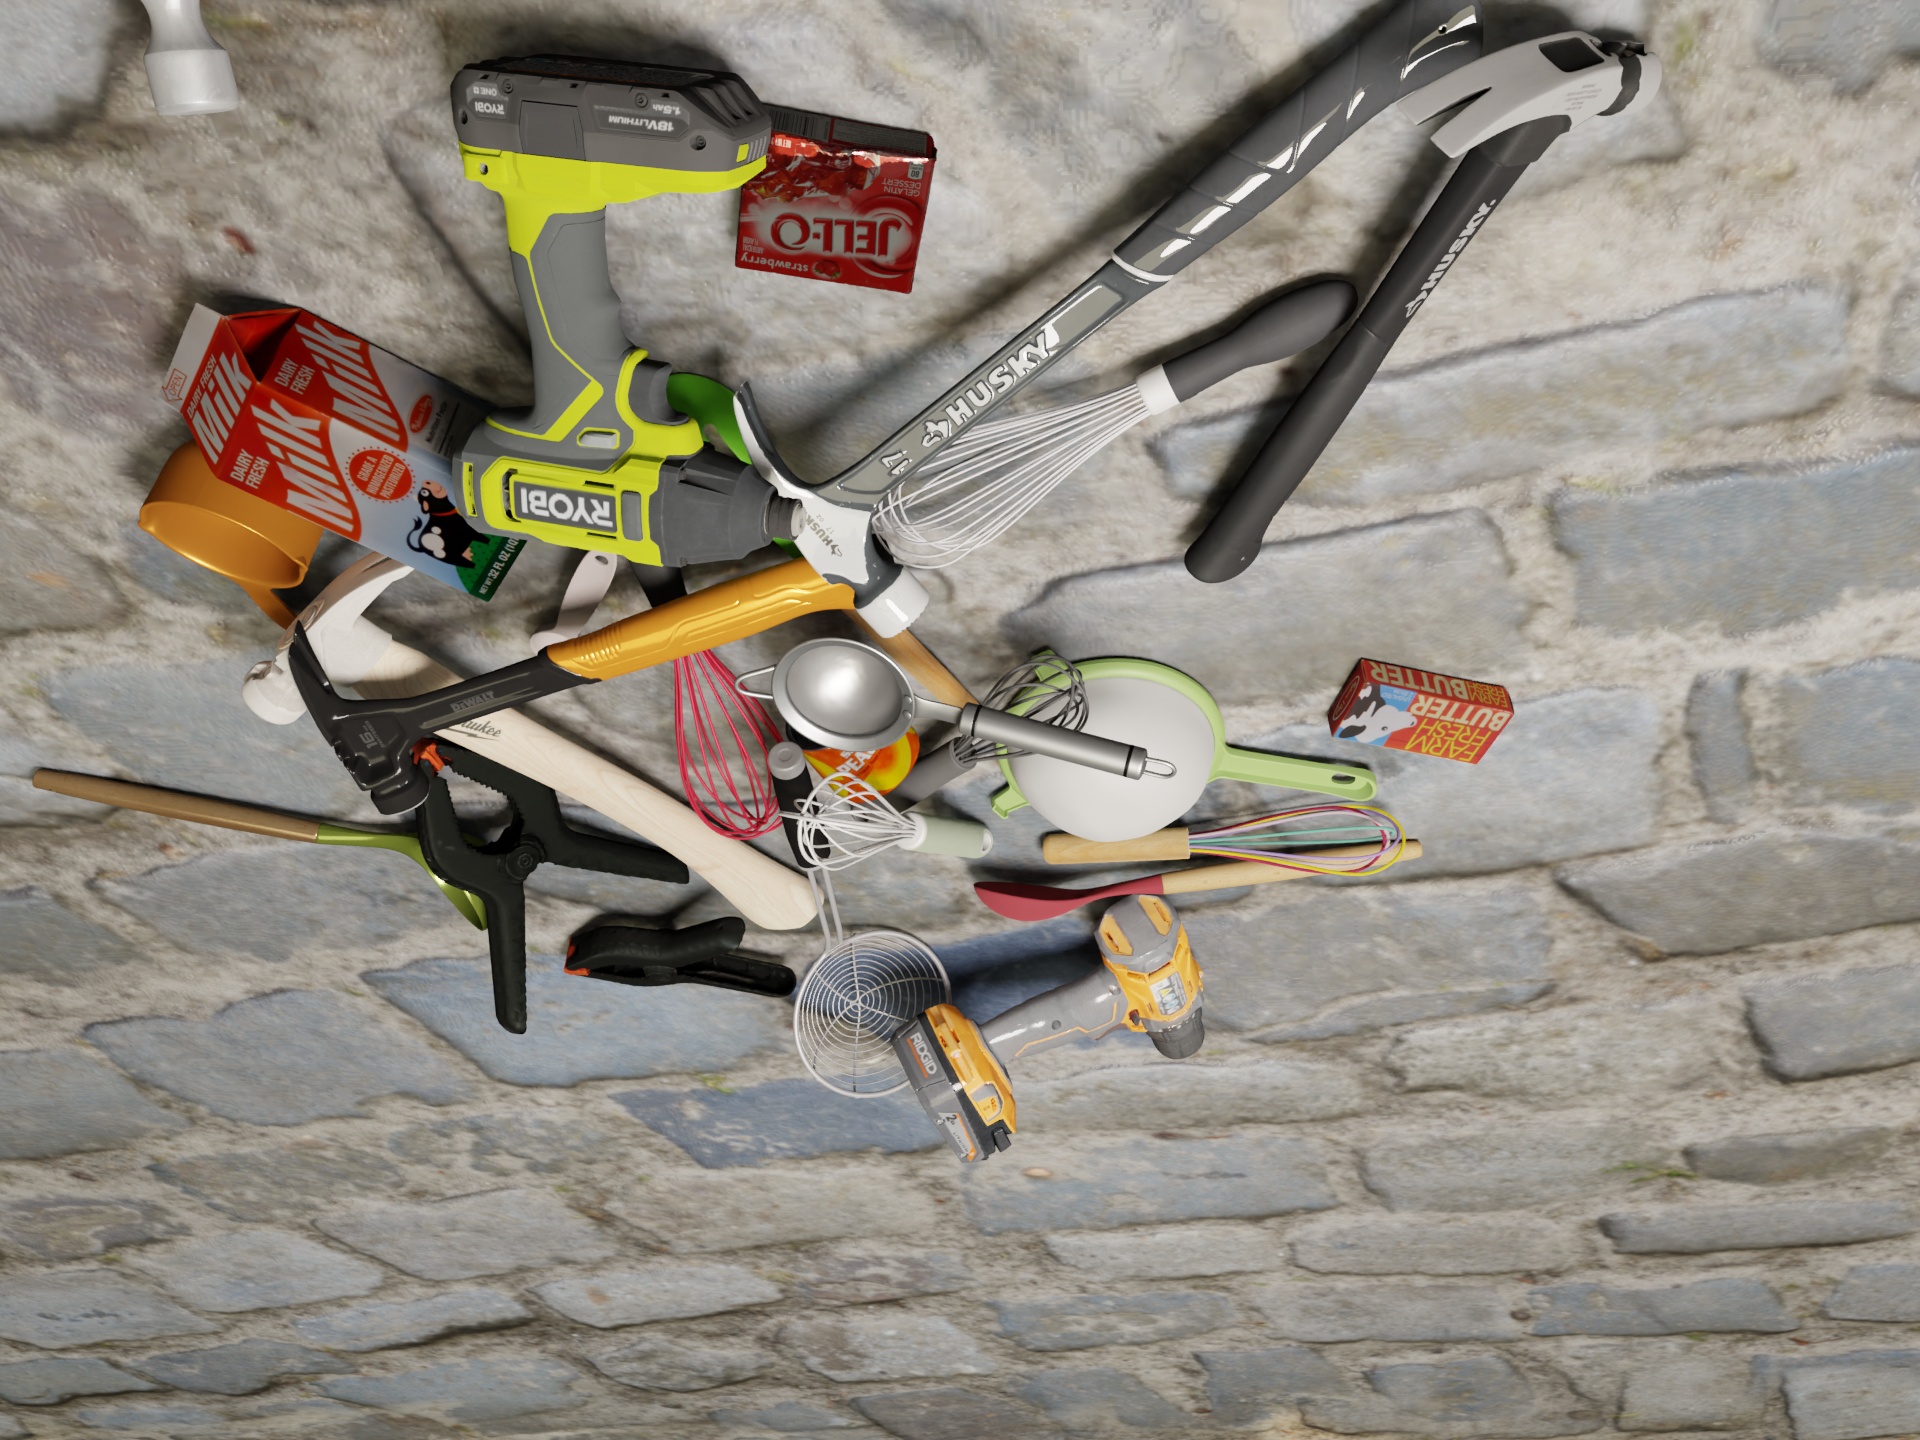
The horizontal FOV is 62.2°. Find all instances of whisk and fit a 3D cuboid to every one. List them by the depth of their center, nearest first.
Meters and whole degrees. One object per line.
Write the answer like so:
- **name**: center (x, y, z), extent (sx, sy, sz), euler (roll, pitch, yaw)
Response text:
- **whisk**: center (0.075, -0.160, 0.841), extent (0.284, 0.070, 0.070), euler (-24, 130, 16)
- **whisk**: center (-0.162, -0.040, 0.961), extent (0.073, 0.073, 0.295), euler (-9, 128, 9)
- **whisk**: center (-0.037, 0.069, 1.003), extent (0.059, 0.058, 0.246), euler (8, 176, 26)
- **whisk**: center (-0.002, 0.020, 1.004), extent (0.055, 0.055, 0.239), euler (29, 142, -26)
- **whisk**: center (0.178, 0.086, 1.086), extent (0.245, 0.047, 0.051), euler (-3, 177, 11)

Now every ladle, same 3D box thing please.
- **ladle**: center (-0.468, 0.083, 1.085), extent (0.320, 0.062, 0.078), euler (12, 153, -8)
- **ladle**: center (0.167, 0.110, 1.119), extent (0.315, 0.069, 0.031), euler (-7, 94, 1)

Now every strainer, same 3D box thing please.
- **strainer**: center (-0.001, -0.003, 0.917), extent (0.258, 0.050, 0.086), euler (15, 133, 9)
- **strainer**: center (0.150, 0.043, 1.030), extent (0.256, 0.069, 0.151), euler (8, 135, -6)

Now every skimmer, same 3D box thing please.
- **skimmer**: center (-0.075, 0.143, 1.085), extent (0.127, 0.090, 0.363), euler (-33, 149, -17)

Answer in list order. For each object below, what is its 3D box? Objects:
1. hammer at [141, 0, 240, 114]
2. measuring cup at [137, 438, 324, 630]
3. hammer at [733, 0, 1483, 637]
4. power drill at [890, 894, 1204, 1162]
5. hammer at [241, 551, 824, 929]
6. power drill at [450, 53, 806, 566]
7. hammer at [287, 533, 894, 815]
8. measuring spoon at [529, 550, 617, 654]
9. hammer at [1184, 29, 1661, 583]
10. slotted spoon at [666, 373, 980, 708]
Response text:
- **hammer**: center (-0.143, -0.340, 0.651), extent (0.405, 0.035, 0.144), euler (-5, 112, -1)
- **measuring cup**: center (-0.396, -0.101, 0.910), extent (0.095, 0.052, 0.173), euler (14, 160, 2)
- **hammer**: center (0.067, -0.209, 0.760), extent (0.409, 0.036, 0.149), euler (-36, 110, 19)
- **power drill**: center (0.080, 0.238, 1.186), extent (0.226, 0.084, 0.185), euler (-29, 138, -4)
- **hammer**: center (-0.233, 0.033, 1.022), extent (0.146, 0.038, 0.410), euler (-38, 131, 20)
- **power drill**: center (-0.153, -0.183, 0.742), extent (0.171, 0.080, 0.223), euler (10, 119, 10)
- **hammer**: center (-0.200, -0.046, 0.898), extent (0.337, 0.034, 0.127), euler (-18, 128, 2)
- **measuring spoon**: center (-0.225, -0.072, 0.941), extent (0.034, 0.018, 0.124), euler (23, 141, -17)
- **hammer**: center (0.197, -0.184, 0.791), extent (0.146, 0.035, 0.334), euler (-21, 155, -36)
- **slotted spoon**: center (-0.073, -0.083, 0.936), extent (0.070, 0.031, 0.313), euler (-29, 130, 22)
